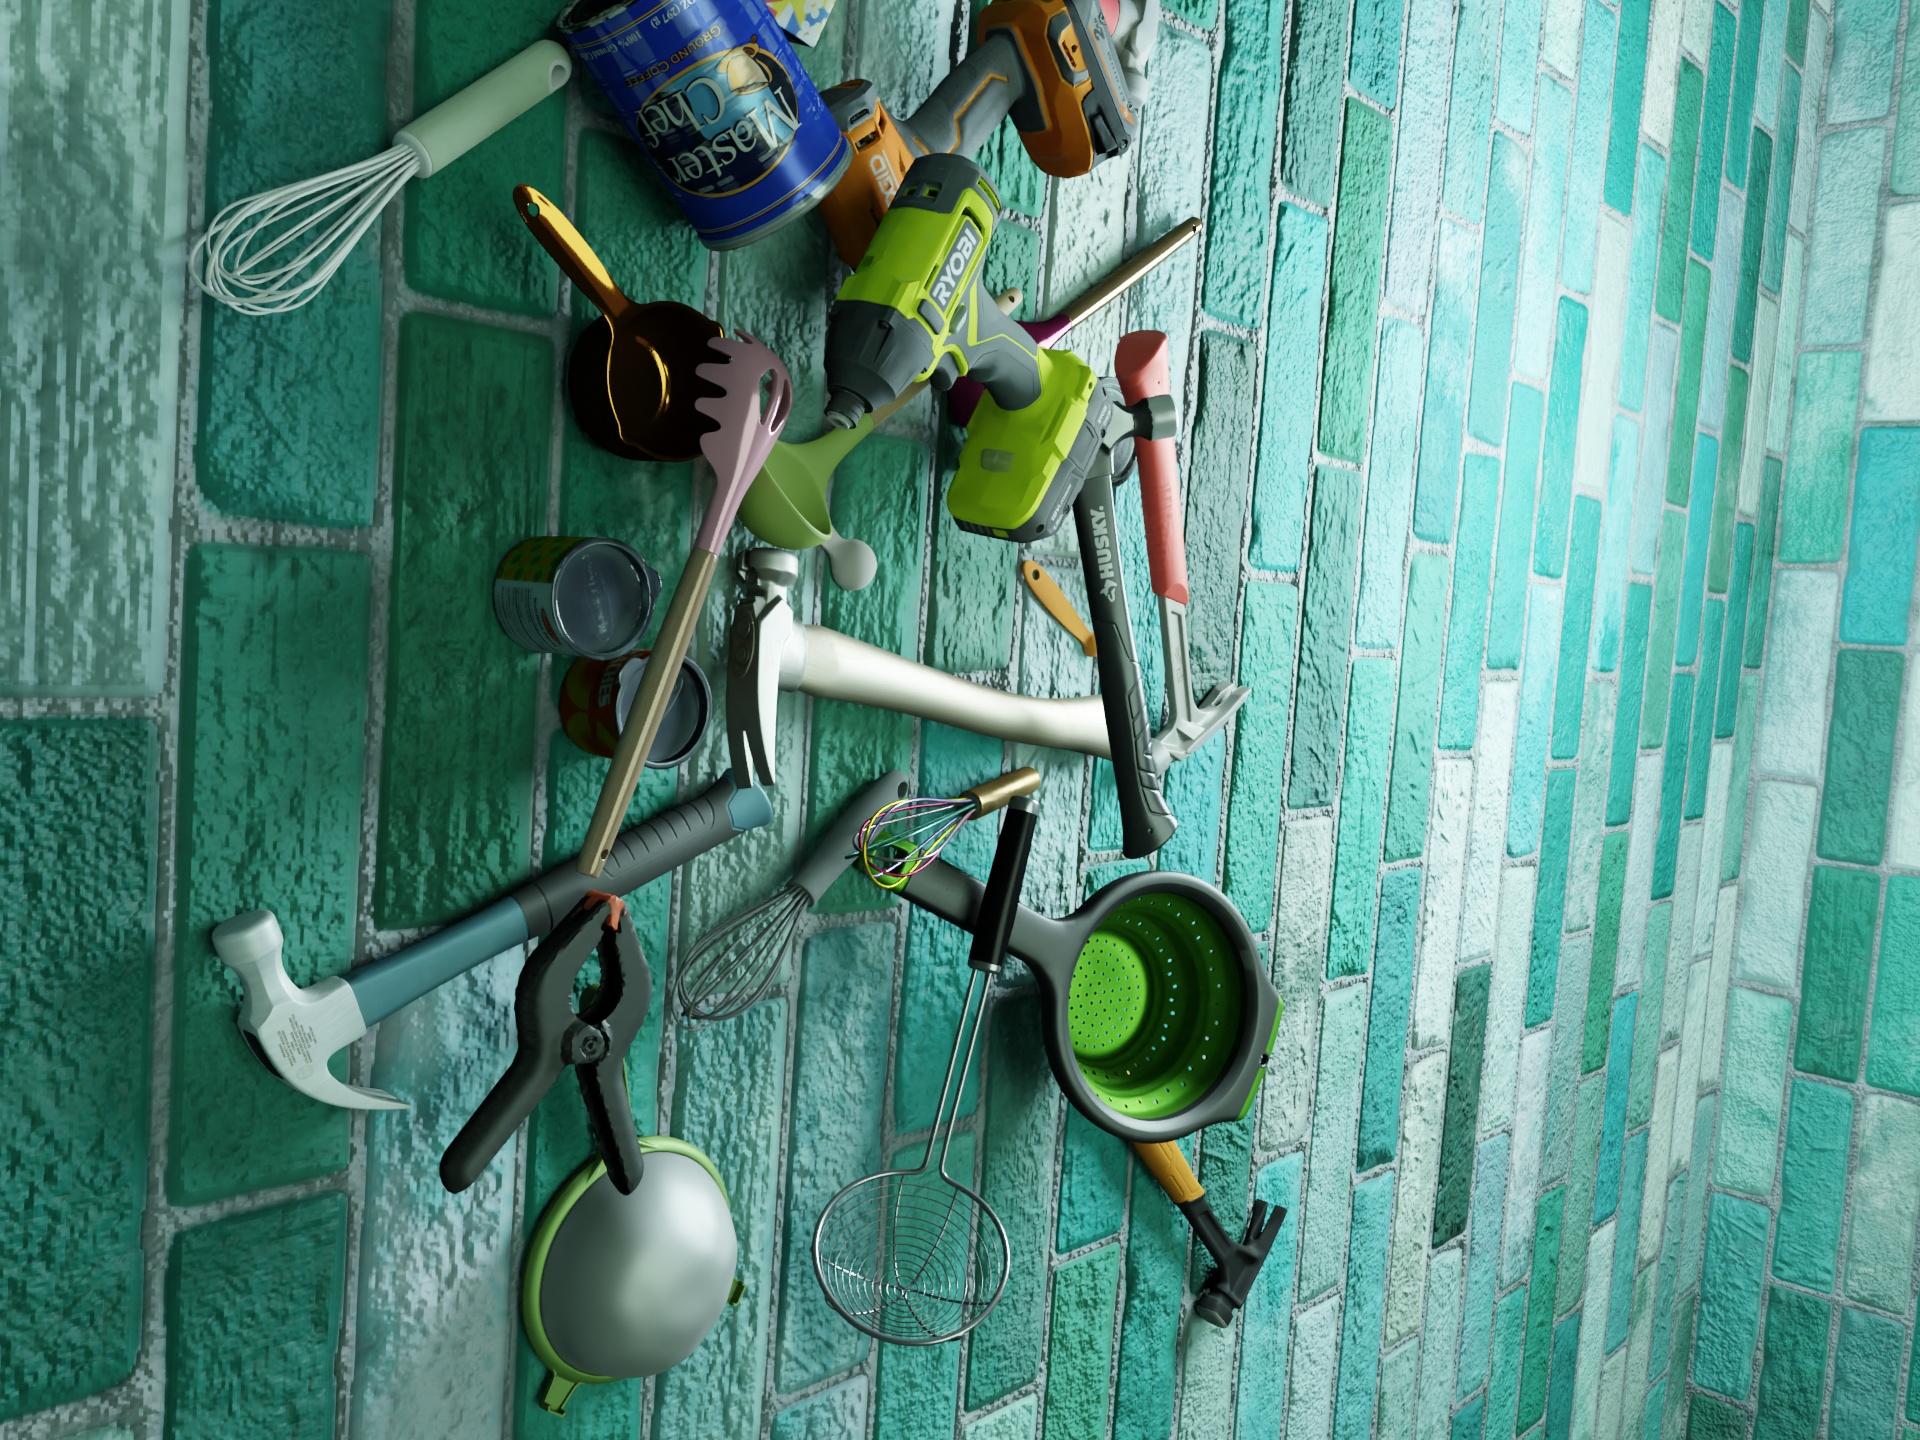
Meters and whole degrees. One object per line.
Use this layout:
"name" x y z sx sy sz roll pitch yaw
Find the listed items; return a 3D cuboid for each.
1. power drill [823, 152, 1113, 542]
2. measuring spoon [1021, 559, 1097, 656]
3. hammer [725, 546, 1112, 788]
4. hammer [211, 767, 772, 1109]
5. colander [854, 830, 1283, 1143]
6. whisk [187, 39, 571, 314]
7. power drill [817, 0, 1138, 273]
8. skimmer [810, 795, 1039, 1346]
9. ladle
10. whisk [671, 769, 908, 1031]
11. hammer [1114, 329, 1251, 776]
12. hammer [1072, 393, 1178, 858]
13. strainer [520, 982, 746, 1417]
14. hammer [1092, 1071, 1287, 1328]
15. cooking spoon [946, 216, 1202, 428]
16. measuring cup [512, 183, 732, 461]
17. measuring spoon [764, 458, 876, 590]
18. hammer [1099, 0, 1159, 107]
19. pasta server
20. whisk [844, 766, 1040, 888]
"power drill" 0.002 -0.212 0.989 0.223 0.080 0.171 42 69 -53
"measuring spoon" 0.080 -0.085 1.215 0.116 0.011 0.021 45 63 -41
"hammer" -0.002 -0.004 1.106 0.410 0.038 0.146 13 74 -49
"hammer" -0.235 0.103 0.885 0.331 0.033 0.128 -28 115 -42
"colander" 0.068 0.179 1.200 0.396 0.094 0.204 31 73 -26
"whisk" -0.276 -0.274 0.782 0.246 0.059 0.057 -52 167 -33
"power drill" 0.007 -0.362 1.029 0.226 0.084 0.164 -40 124 -21
"skimmer" 0.001 0.219 1.049 0.090 0.127 0.363 82 22 -75
"ladle" -0.039 -0.211 1.028 0.078 0.062 0.320 53 52 -14
"whisk" -0.104 0.108 1.023 0.239 0.055 0.055 -49 128 -37
"hammer" 0.167 -0.133 1.247 0.149 0.037 0.358 -38 131 -37
"hammer" 0.106 -0.059 1.158 0.146 0.035 0.334 -12 103 -8
"strainer" -0.185 0.280 0.939 0.151 0.069 0.256 -19 111 -44
"hammer" 0.196 0.398 1.394 0.127 0.034 0.336 -53 130 -27
"cooking spoon" 0.092 -0.309 1.190 0.319 0.017 0.068 -43 125 -33
"measuring cup" -0.197 -0.216 0.868 0.173 0.052 0.095 52 59 -36
"measuring spoon" -0.090 -0.129 1.019 0.124 0.018 0.034 48 62 -39
"hammer" 0.007 -0.536 1.051 0.386 0.038 0.143 3 92 -47
"pasta server" -0.154 -0.067 0.869 0.060 0.040 0.316 31 74 -53
"whisk" -0.005 0.067 1.094 0.047 0.051 0.245 59 29 7
